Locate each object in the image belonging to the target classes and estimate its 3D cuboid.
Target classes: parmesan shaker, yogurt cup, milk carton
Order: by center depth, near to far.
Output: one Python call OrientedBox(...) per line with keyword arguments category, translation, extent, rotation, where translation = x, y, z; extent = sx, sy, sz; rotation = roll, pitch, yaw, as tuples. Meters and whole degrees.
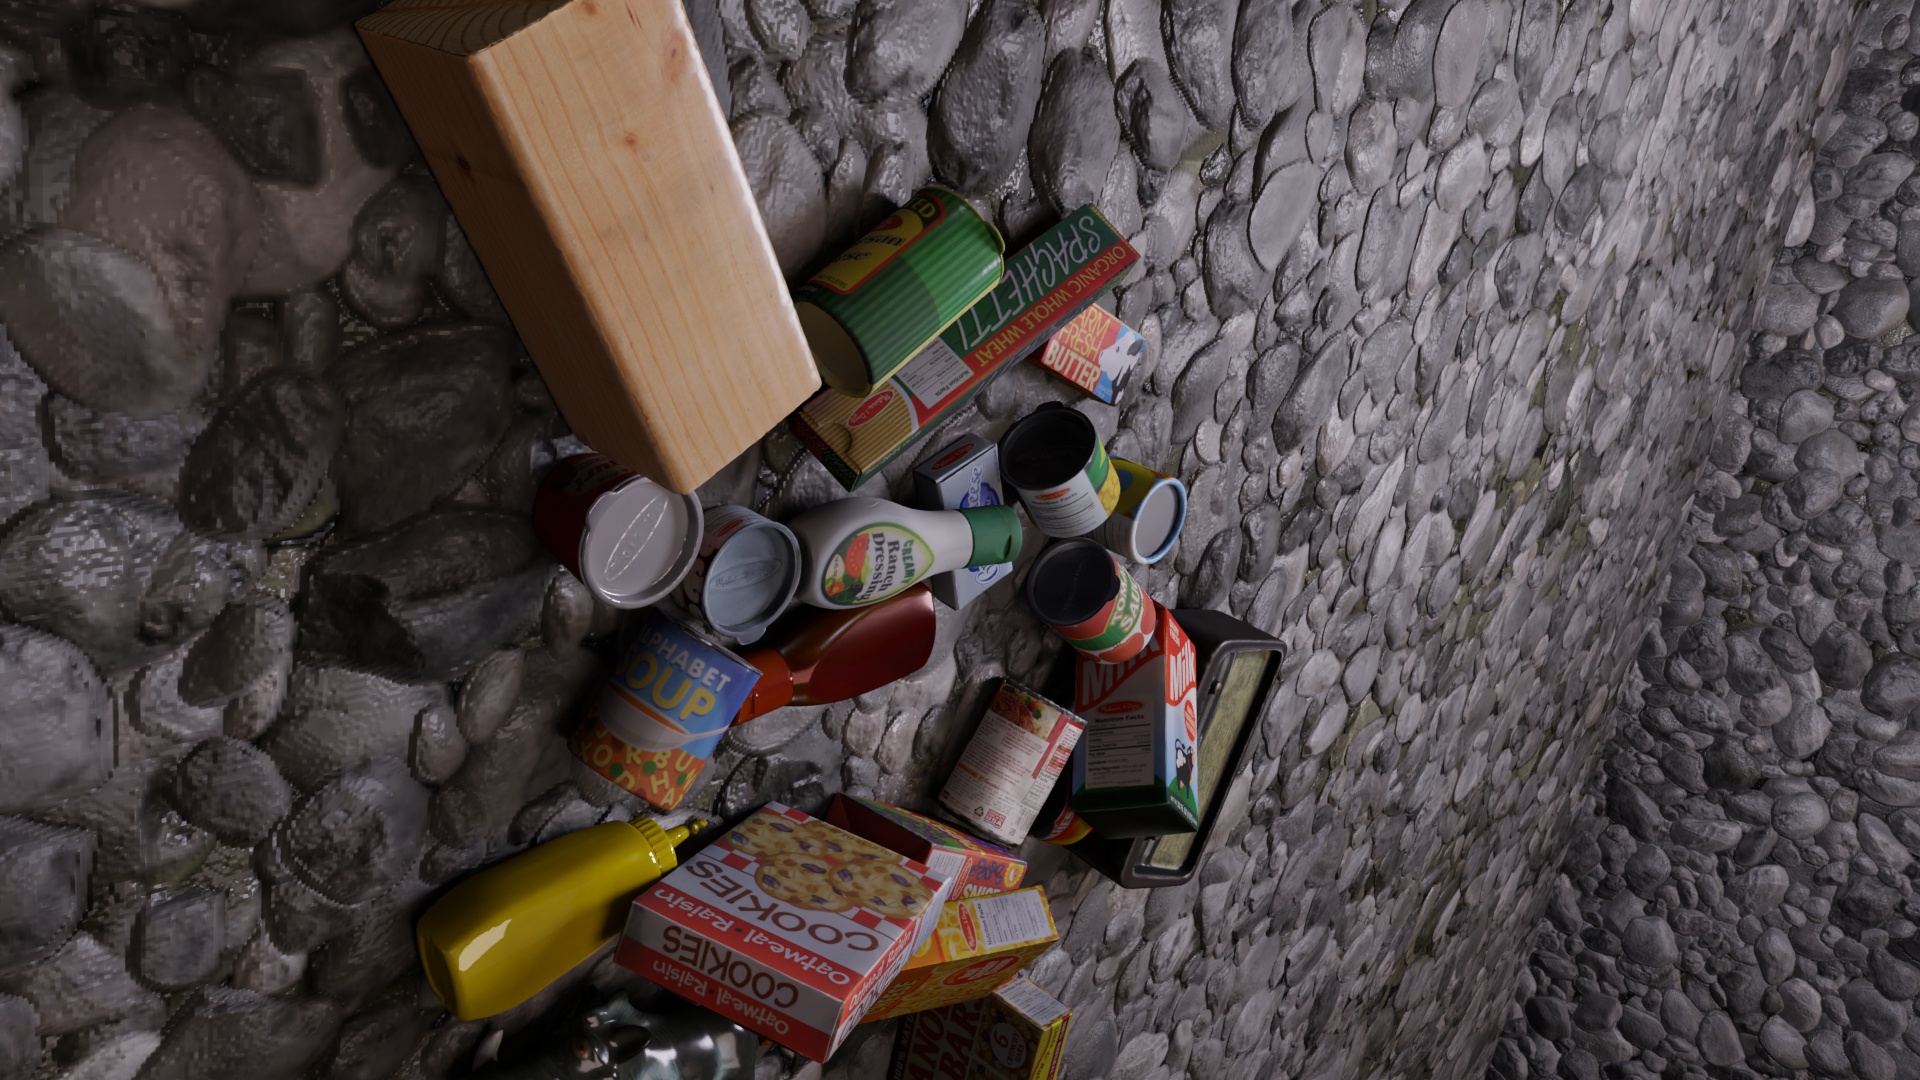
OrientedBox(category="yogurt cup", translation=(-0.164, -0.008, 0.657), extent=(0.073, 0.054, 0.072), rotation=(-27, 129, -39))
OrientedBox(category="parmesan shaker", translation=(-0.034, -0.131, 0.731), extent=(0.103, 0.071, 0.071), rotation=(-44, 138, -25))
OrientedBox(category="milk carton", translation=(0.131, 0.117, 1.030), extent=(0.072, 0.073, 0.191), rotation=(46, 41, -52))

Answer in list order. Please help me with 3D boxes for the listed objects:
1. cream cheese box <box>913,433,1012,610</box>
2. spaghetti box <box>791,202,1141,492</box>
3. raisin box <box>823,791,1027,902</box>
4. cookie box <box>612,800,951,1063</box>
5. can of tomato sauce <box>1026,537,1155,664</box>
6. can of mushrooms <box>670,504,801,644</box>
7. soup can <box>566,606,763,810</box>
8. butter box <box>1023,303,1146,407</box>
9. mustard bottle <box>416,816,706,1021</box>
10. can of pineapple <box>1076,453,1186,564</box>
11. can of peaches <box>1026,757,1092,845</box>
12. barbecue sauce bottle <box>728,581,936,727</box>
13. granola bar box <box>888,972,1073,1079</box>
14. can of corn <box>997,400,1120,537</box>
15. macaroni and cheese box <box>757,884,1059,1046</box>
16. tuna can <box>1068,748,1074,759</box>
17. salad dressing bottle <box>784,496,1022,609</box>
OrientedBox(category="cream cheese box", translation=(0.003, -0.011, 0.881), extent=(0.053, 0.024, 0.103), rotation=(-35, 134, -31))
OrientedBox(category="spaghetti box", translation=(0.010, -0.117, 0.805), extent=(0.251, 0.050, 0.028), rotation=(-40, 174, -29))
OrientedBox(category="raisin box", translation=(-0.024, 0.207, 0.919), extent=(0.123, 0.086, 0.040), rotation=(29, 82, -53))
OrientedBox(category="cookie box", translation=(-0.091, 0.208, 0.763), extent=(0.168, 0.123, 0.040), rotation=(-24, 132, -71))
OrientedBox(category="can of tomato sauce", translation=(0.096, 0.044, 0.986), extent=(0.071, 0.071, 0.083), rotation=(-59, 143, -8))
OrientedBox(category="can of mushrooms", translation=(-0.121, 0.018, 0.741), extent=(0.071, 0.033, 0.070), rotation=(-28, 129, -40))
OrientedBox(category="soup can", translation=(-0.152, 0.085, 0.712), extent=(0.084, 0.071, 0.071), rotation=(-58, 142, -8))
OrientedBox(category="butter box", translation=(0.080, -0.127, 0.908), extent=(0.103, 0.024, 0.053), rotation=(19, 94, -53))
OrientedBox(category="mustard bottle", translation=(-0.200, 0.184, 0.726), extent=(0.161, 0.049, 0.065), rotation=(-25, 126, -42))
OrientedBox(category="can of pineapple", translation=(0.120, -0.024, 0.987), extent=(0.071, 0.058, 0.070), rotation=(-27, 129, -39))
OrientedBox(category="can of peaches", translation=(0.065, 0.192, 1.031), extent=(0.058, 0.071, 0.071), rotation=(33, 83, -54))
OrientedBox(category="barbecue sauce bottle", translation=(-0.080, 0.067, 0.809), extent=(0.149, 0.044, 0.064), rotation=(-20, 124, -42))
OrientedBox(category="granola bar box", translation=(0.008, 0.390, 1.028), extent=(0.039, 0.124, 0.165), rotation=(-7, 115, -48))
OrientedBox(category="can of corn", translation=(0.065, -0.046, 0.904), extent=(0.071, 0.071, 0.058), rotation=(-53, 142, -16))
OrientedBox(category="macaroni and cheese box", translation=(-0.038, 0.272, 0.890), extent=(0.167, 0.040, 0.123), rotation=(-2, 147, -28))
OrientedBox(category="tuna can", translation=(0.106, 0.187, 1.077), extent=(0.033, 0.071, 0.071), rotation=(27, 89, -54))
OrientedBox(category="salad dressing bottle", translation=(-0.032, 0.003, 0.807), extent=(0.148, 0.044, 0.064), rotation=(-8, 121, -35))
